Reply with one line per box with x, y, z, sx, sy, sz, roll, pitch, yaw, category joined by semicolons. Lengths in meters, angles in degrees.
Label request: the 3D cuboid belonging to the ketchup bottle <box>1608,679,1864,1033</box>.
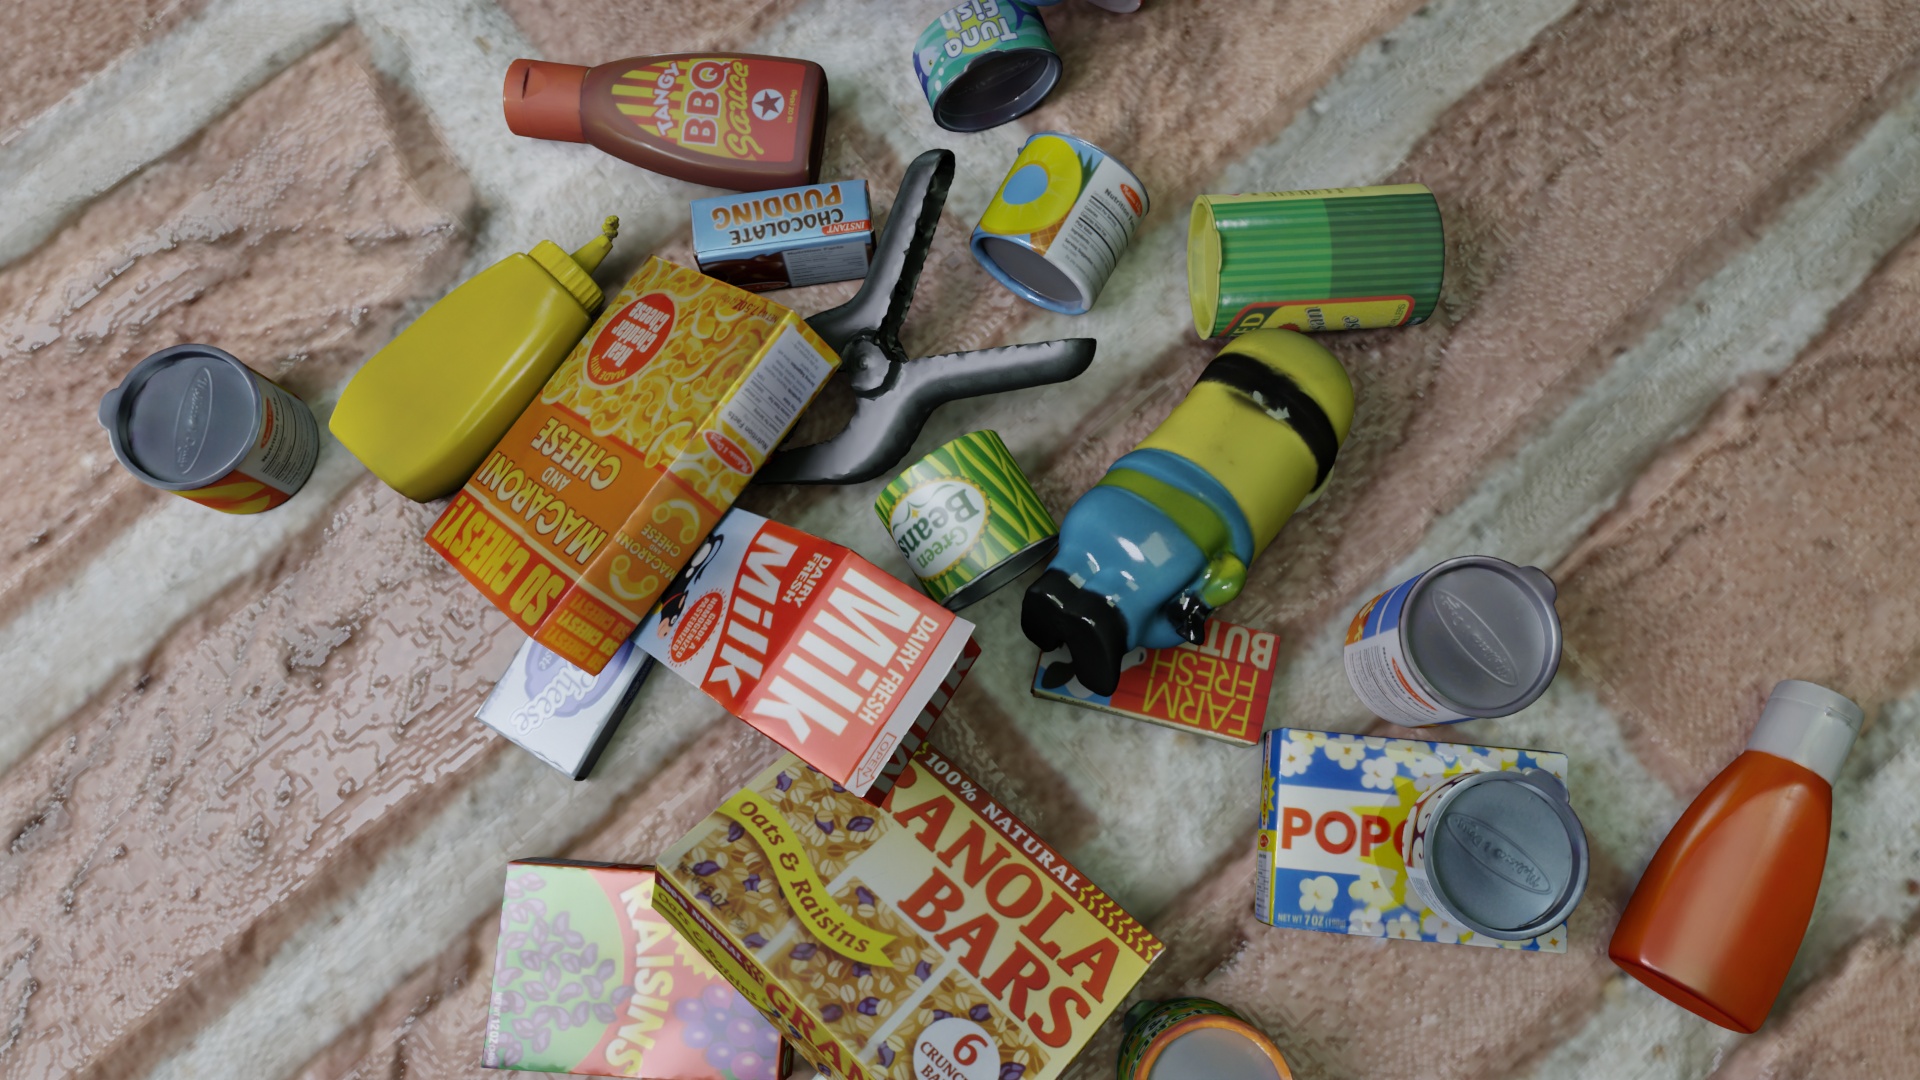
0.342;0.132;0.601;0.065;0.043;0.149;31;80;5;ketchup bottle

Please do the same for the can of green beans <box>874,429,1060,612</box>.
0.003;-0.008;0.616;0.071;0.071;0.058;-32;80;-6;can of green beans

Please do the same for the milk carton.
-0.061;0.042;0.540;0.073;0.190;0.072;39;78;-30;milk carton

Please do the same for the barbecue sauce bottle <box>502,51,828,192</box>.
-0.141;-0.205;0.667;0.149;0.043;0.065;7;80;1;barbecue sauce bottle

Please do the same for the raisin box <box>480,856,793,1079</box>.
-0.132;0.182;0.591;0.123;0.040;0.086;3;78;2;raisin box

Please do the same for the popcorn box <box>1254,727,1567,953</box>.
0.195;0.129;0.603;0.127;0.038;0.085;5;78;1;popcorn box

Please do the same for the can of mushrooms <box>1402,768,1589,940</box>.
0.218;0.126;0.567;0.071;0.033;0.071;0;79;0;can of mushrooms

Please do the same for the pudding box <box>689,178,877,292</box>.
-0.082;-0.141;0.652;0.084;0.049;0.030;-8;78;-2;pudding box

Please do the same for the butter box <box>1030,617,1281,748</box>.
0.087;0.056;0.625;0.103;0.024;0.053;14;79;3;butter box

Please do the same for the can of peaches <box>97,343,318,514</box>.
-0.337;-0.049;0.627;0.071;0.058;0.071;0;79;0;can of peaches

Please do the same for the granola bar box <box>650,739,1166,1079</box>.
-0.021;0.154;0.555;0.166;0.038;0.125;38;50;19;granola bar box

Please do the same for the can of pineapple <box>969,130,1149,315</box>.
0.044;-0.147;0.646;0.071;0.071;0.058;29;80;5;can of pineapple

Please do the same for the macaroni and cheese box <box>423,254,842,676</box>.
-0.144;-0.038;0.602;0.124;0.040;0.167;27;78;45;macaroni and cheese box

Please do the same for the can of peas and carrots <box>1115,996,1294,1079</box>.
0.099;0.224;0.573;0.071;0.058;0.071;0;78;-1;can of peas and carrots

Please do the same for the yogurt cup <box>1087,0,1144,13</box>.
0.077;-0.297;0.678;0.072;0.072;0.054;30;88;6;yogurt cup

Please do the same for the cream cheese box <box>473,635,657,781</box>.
-0.166;0.050;0.625;0.053;0.024;0.104;29;80;5;cream cheese box

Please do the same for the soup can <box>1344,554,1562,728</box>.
0.211;0.044;0.598;0.071;0.083;0.071;0;79;0;soup can

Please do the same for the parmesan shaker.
0.162;-0.129;0.639;0.103;0.071;0.071;-3;79;-1;parmesan shaker

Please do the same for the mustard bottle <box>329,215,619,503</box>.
-0.212;-0.090;0.641;0.065;0.048;0.160;42;81;10;mustard bottle

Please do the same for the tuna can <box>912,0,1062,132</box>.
0.012;-0.227;0.659;0.071;0.071;0.033;-20;79;-4;tuna can
